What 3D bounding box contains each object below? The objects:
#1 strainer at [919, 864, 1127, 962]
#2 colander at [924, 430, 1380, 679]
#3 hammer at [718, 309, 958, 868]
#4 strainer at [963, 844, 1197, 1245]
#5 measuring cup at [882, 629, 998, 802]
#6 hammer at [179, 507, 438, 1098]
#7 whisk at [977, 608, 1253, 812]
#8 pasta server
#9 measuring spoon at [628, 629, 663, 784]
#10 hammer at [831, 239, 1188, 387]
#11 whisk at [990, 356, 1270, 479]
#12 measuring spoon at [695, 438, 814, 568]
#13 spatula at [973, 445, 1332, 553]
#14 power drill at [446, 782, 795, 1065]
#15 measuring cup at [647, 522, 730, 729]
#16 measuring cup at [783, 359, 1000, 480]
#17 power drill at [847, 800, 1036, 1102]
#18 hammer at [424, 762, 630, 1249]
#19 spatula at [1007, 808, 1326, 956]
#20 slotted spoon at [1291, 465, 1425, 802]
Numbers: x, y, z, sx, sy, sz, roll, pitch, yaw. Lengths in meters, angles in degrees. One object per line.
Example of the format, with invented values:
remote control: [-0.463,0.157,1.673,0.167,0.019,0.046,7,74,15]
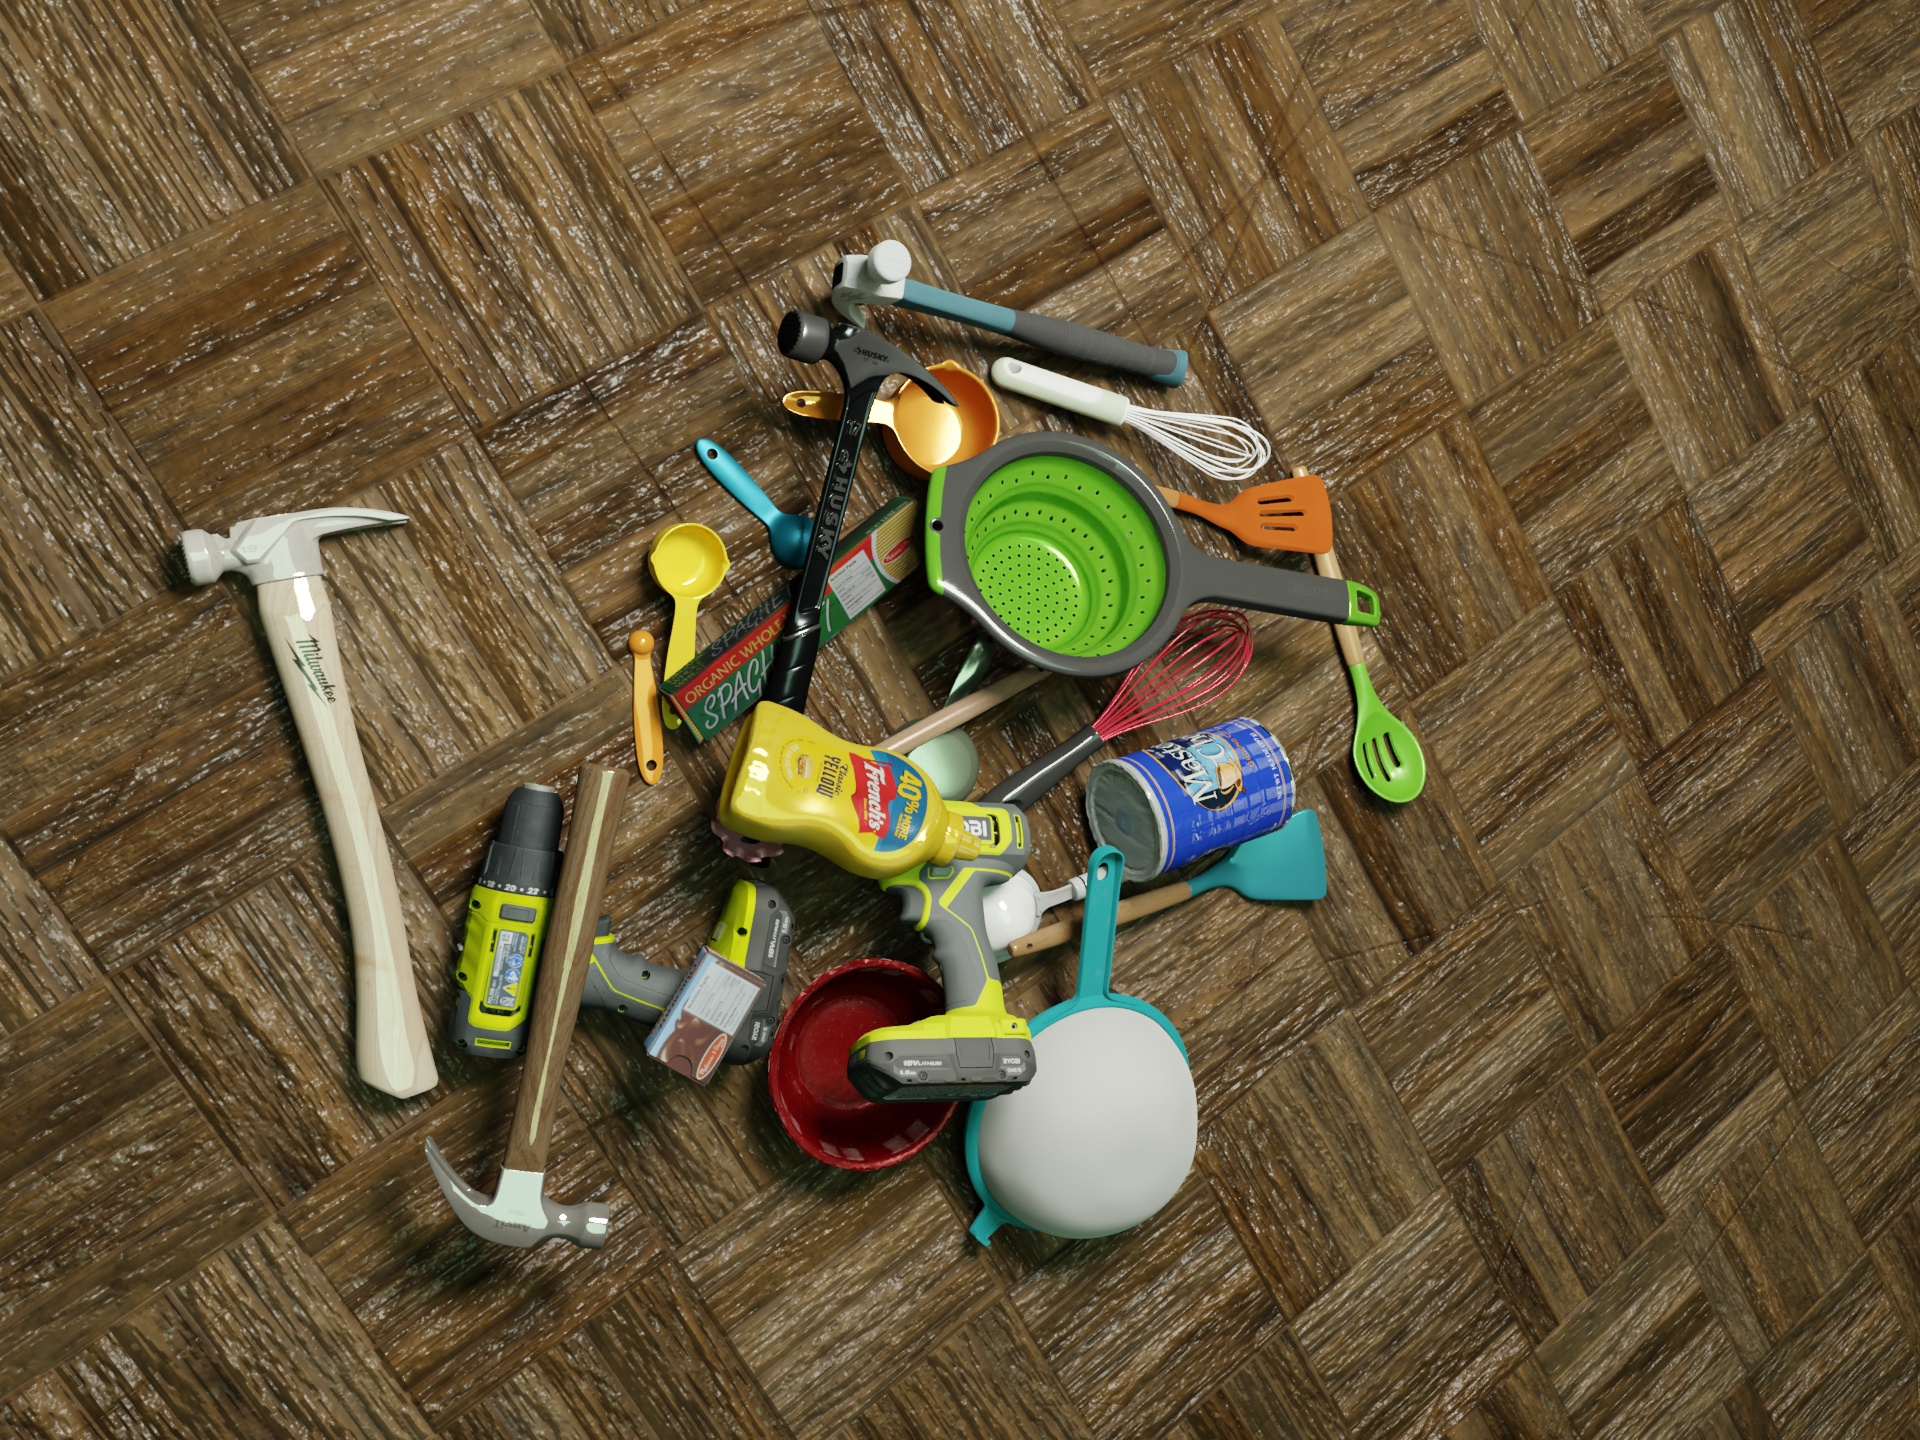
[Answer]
strainer: [0.090,0.141,1.311,0.258,0.050,0.086,-19,113,-24]
colander: [0.147,-0.107,1.285,0.397,0.094,0.205,8,69,-18]
hammer: [-0.110,-0.086,1.187,0.149,0.036,0.409,8,100,-38]
strainer: [0.119,0.270,1.244,0.211,0.095,0.340,-5,109,-26]
measuring cup: [-0.002,-0.004,1.272,0.083,0.038,0.167,29,82,-19]
hammer: [-0.416,0.058,1.107,0.146,0.038,0.410,-14,95,-23]
whisk: [0.126,0.001,1.317,0.296,0.073,0.073,-36,103,-12]
pasta server: [-0.052,0.021,1.212,0.316,0.040,0.060,-28,88,-24]
measuring spoon: [-0.235,-0.010,1.193,0.021,0.011,0.117,-5,92,-22]
hammer: [0.048,-0.313,1.263,0.330,0.128,0.033,7,88,-31]
whisk: [0.142,-0.253,1.315,0.246,0.059,0.058,16,59,-10]
measuring spoon: [-0.154,-0.169,1.220,0.128,0.021,0.042,45,74,-17]
spatula: [0.164,-0.196,1.339,0.322,0.041,0.081,9,63,-20]
power drill: [-0.243,0.155,1.156,0.228,0.080,0.190,12,87,-19]
measuring cup: [-0.213,-0.072,1.200,0.062,0.029,0.156,2,101,-30]
measuring cup: [-0.058,-0.235,1.245,0.173,0.052,0.095,4,88,-18]
power drill: [-0.027,0.167,1.191,0.171,0.080,0.223,4,65,-21]
hammer: [-0.279,0.193,1.092,0.130,0.031,0.331,11,87,-16]
spatula: [0.175,0.148,1.328,0.317,0.044,0.082,-14,100,-31]
slotted spoon: [0.348,-0.076,1.422,0.070,0.031,0.313,-20,96,-21]
